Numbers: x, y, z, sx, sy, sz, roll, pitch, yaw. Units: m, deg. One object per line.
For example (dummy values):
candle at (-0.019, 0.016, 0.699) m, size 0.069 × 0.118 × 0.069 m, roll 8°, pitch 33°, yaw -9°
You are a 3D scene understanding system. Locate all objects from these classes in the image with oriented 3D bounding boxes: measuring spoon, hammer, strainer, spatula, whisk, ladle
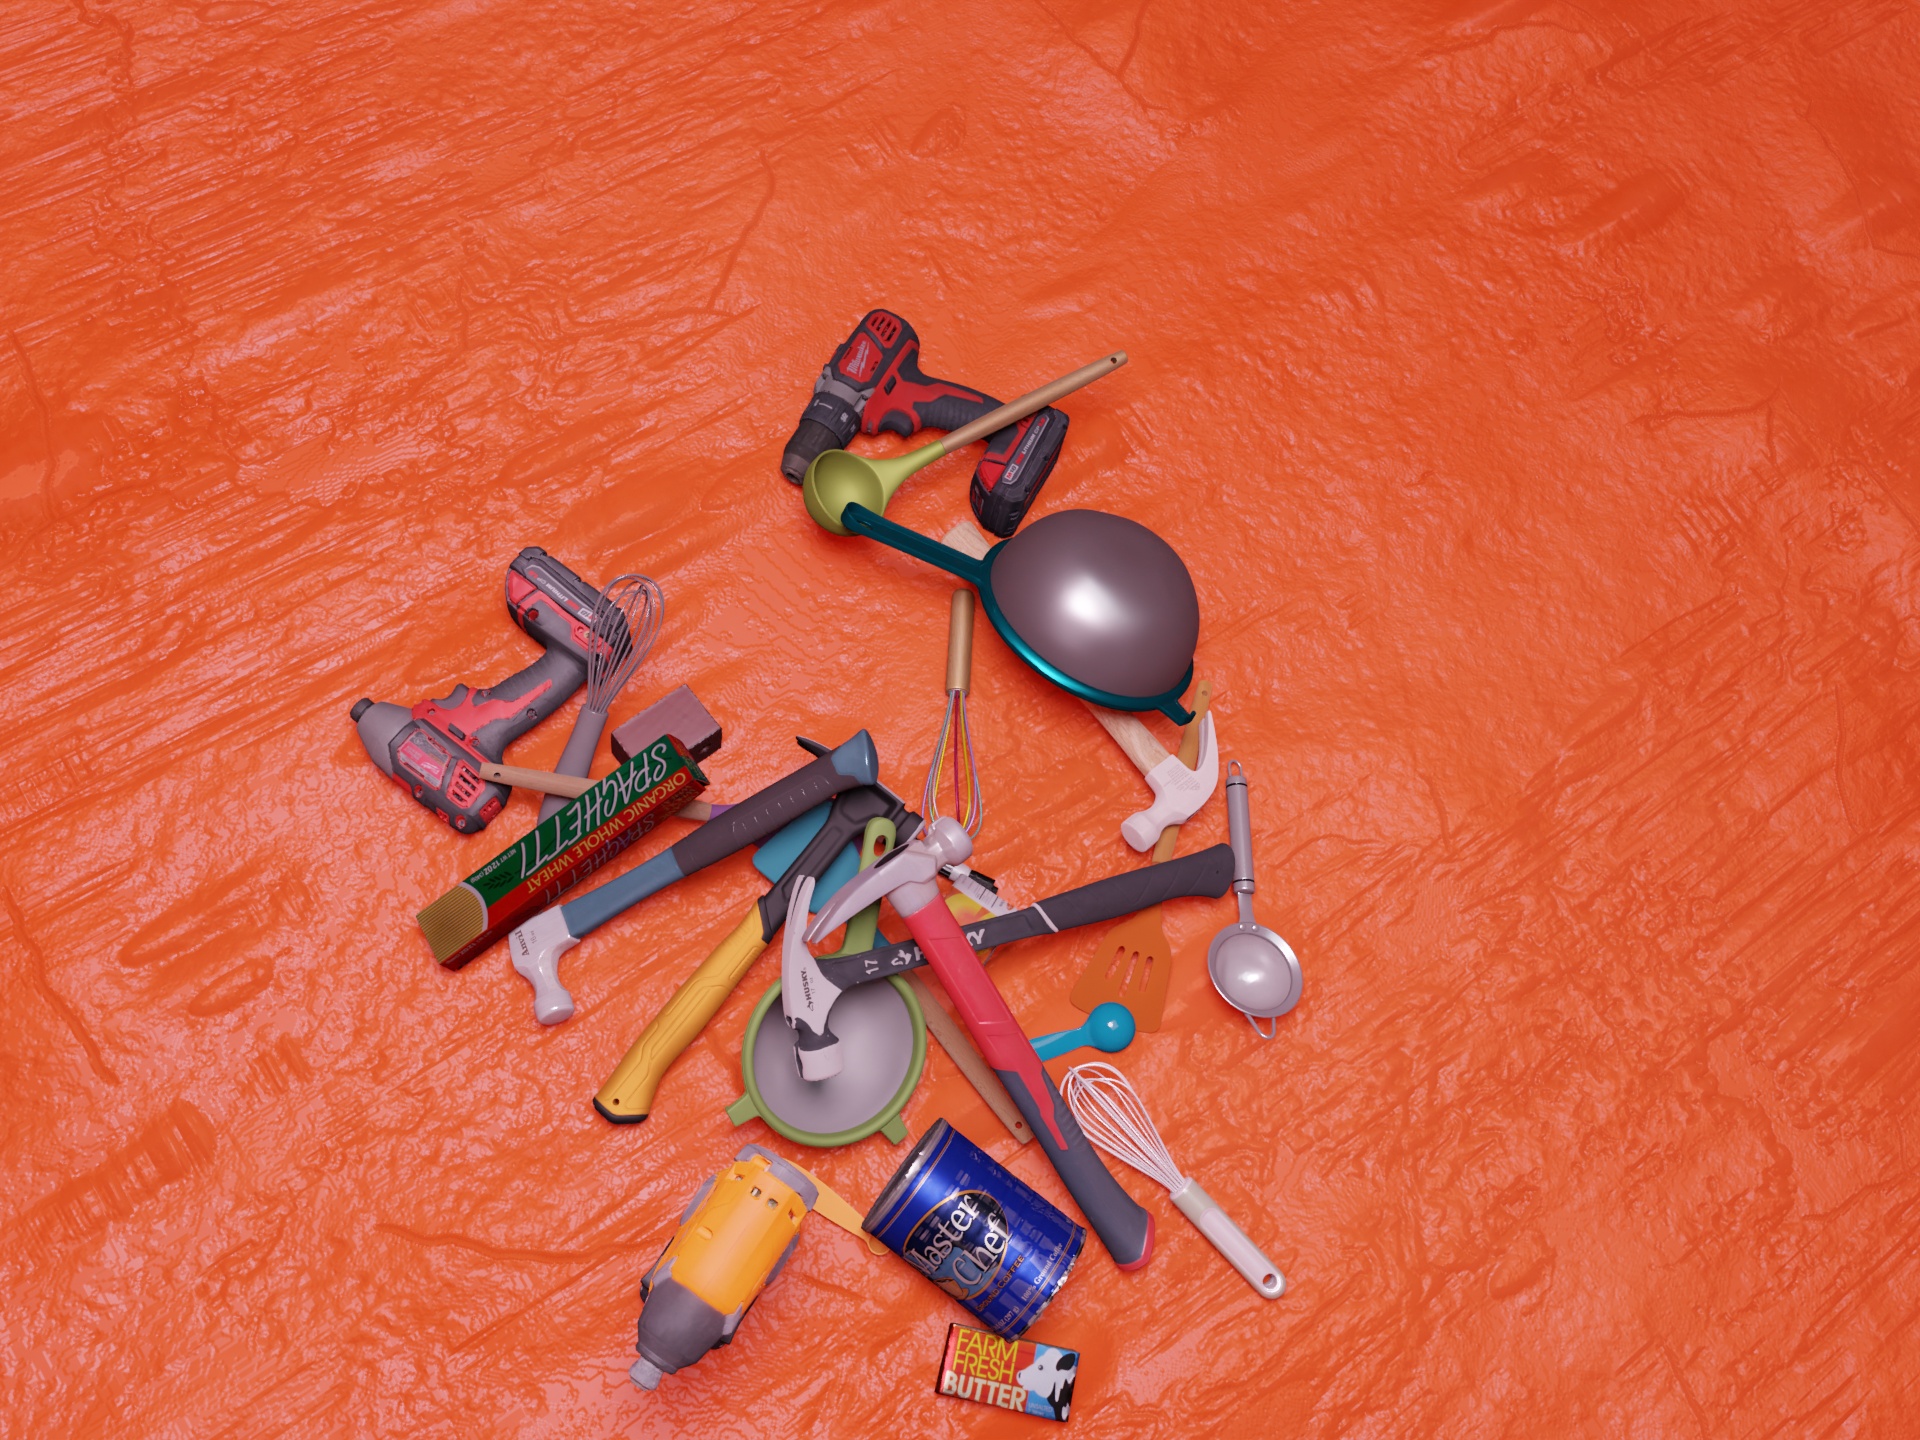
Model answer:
measuring spoon at (0.086, 0.266, 1.306) m, size 0.128 × 0.021 × 0.042 m, roll -15°, pitch 88°, yaw -13°
hammer at (-0.208, 0.105, 1.248) m, size 0.331 × 0.033 × 0.128 m, roll -30°, pitch 66°, yaw 4°
hammer at (-0.178, 0.172, 1.261) m, size 0.127 × 0.034 × 0.337 m, roll 38°, pitch 78°, yaw 4°
hammer at (0.048, 0.156, 1.261) m, size 0.409 × 0.036 × 0.149 m, roll -12°, pitch 95°, yaw -26°
hammer at (0.031, 0.271, 1.208) m, size 0.143 × 0.038 × 0.386 m, roll -35°, pitch 103°, yaw -22°
strainer at (-0.096, 0.200, 1.249) m, size 0.151 × 0.069 × 0.256 m, roll 13°, pitch 86°, yaw -25°
spatula at (-0.228, 0.068, 1.291) m, size 0.315 × 0.018 × 0.059 m, roll 11°, pitch 100°, yaw -17°
hammer at (0.101, -0.047, 1.397) m, size 0.130 × 0.031 × 0.331 m, roll -35°, pitch 78°, yaw -22°
whisk at (0.171, 0.369, 1.274) m, size 0.058 × 0.059 × 0.246 m, roll -43°, pitch 87°, yaw -8°
strainer at (0.245, 0.152, 1.369) m, size 0.087 × 0.050 × 0.259 m, roll 8°, pitch 63°, yaw -15°
whisk at (-0.001, -0.005, 1.381) m, size 0.051 × 0.047 × 0.245 m, roll 6°, pitch 66°, yaw -7°
whisk at (-0.296, -0.008, 1.277) m, size 0.055 × 0.055 × 0.239 m, roll 22°, pitch 101°, yaw -2°
spatula at (-0.044, 0.212, 1.290) m, size 0.082 × 0.044 × 0.318 m, roll -37°, pitch 78°, yaw -11°
strainer at (0.070, -0.136, 1.343) m, size 0.340 × 0.095 × 0.211 m, roll 22°, pitch 39°, yaw -16°
spatula at (0.175, 0.107, 1.383) m, size 0.081 × 0.041 × 0.323 m, roll 20°, pitch 64°, yaw -3°
measuring spoon at (-0.103, 0.379, 1.244) m, size 0.117 × 0.011 × 0.021 m, roll 34°, pitch 68°, yaw 7°
ladle at (0.009, -0.251, 1.381) m, size 0.320 × 0.062 × 0.078 m, roll -28°, pitch 93°, yaw -9°

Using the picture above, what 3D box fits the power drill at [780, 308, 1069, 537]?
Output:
power drill at (-0.036, -0.255, 1.448) m, size 0.227 × 0.080 × 0.188 m, roll 29°, pitch 71°, yaw 5°

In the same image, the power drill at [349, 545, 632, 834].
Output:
power drill at (-0.385, -0.029, 1.307) m, size 0.143 × 0.078 × 0.220 m, roll 36°, pitch 71°, yaw 4°

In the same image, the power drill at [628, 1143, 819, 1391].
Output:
power drill at (-0.173, 0.385, 1.110) m, size 0.084 × 0.226 × 0.164 m, roll 34°, pitch 69°, yaw 3°
